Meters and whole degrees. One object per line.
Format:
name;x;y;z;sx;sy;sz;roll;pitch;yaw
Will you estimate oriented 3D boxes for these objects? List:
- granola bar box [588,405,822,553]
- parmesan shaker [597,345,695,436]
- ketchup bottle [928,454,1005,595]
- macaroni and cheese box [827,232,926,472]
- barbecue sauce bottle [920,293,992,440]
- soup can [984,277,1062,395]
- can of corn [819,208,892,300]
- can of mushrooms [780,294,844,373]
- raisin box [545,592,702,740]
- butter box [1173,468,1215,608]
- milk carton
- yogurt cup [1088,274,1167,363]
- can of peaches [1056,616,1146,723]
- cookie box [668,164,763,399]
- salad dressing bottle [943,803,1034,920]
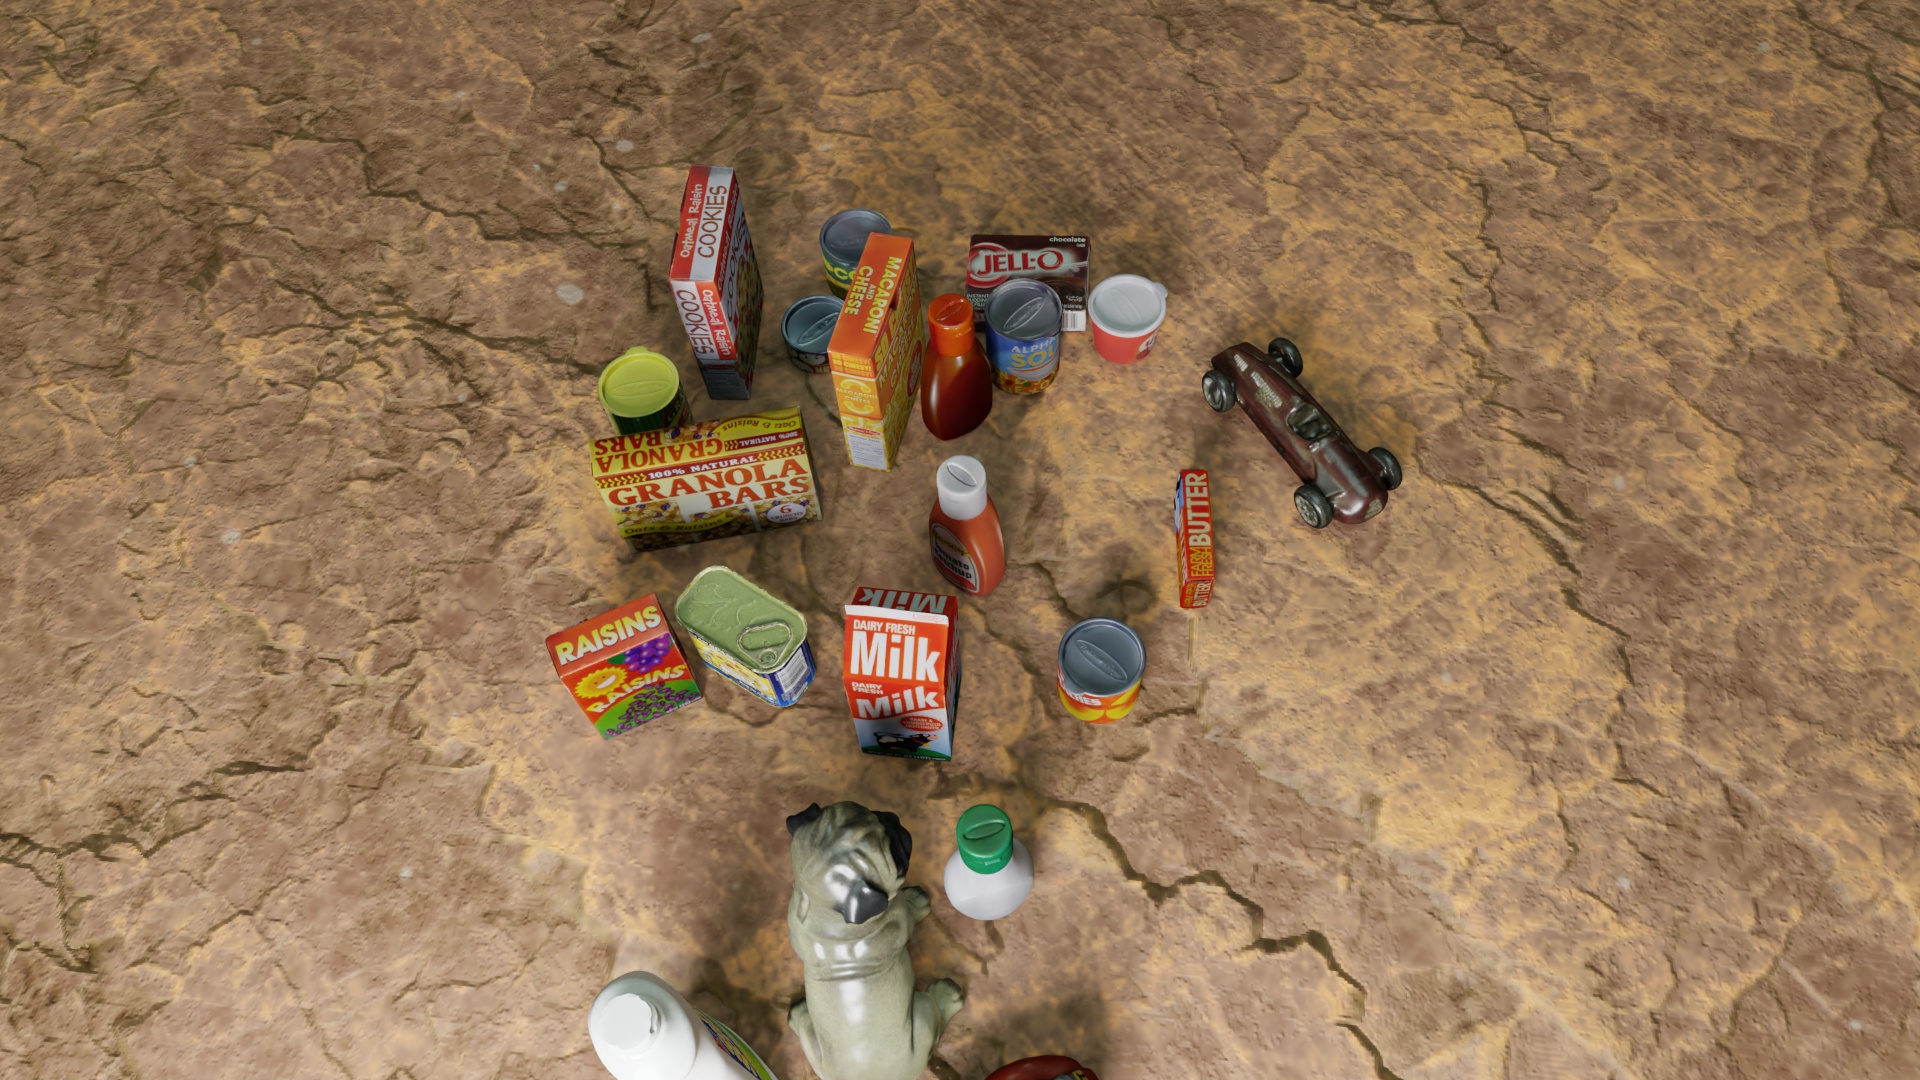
granola bar box;-0.201;-0.047;1.122;0.166;0.123;0.039;-10;61;-3
parmesan shaker;-0.259;-0.105;1.169;0.071;0.102;0.071;-1;61;2
ketchup bottle;0.004;-0.014;1.081;0.065;0.148;0.044;37;69;20
macaroni and cheese box;-0.065;-0.153;1.152;0.040;0.165;0.124;12;62;9
barbecue sauce bottle;-0.005;-0.145;1.155;0.065;0.148;0.044;-36;66;-16
soup can;0.056;-0.174;1.206;0.071;0.083;0.071;-1;61;2
can of corn;-0.093;-0.258;1.274;0.071;0.058;0.071;-1;61;2
can of mushrooms;-0.125;-0.184;1.248;0.071;0.033;0.071;-1;61;2
raisin box;-0.250;0.096;1.044;0.086;0.122;0.040;-23;63;-10
butter box;0.188;-0.001;1.121;0.024;0.053;0.104;0;61;3
milk carton;-0.040;0.091;1.000;0.072;0.189;0.074;5;61;5
yogurt cup;0.146;-0.193;1.230;0.072;0.053;0.073;-1;61;2
can of peaches;0.105;0.102;1.064;0.071;0.057;0.071;-1;61;2
cookie box;-0.207;-0.219;1.194;0.040;0.166;0.123;1;61;3
salad dressing bottle;0.019;0.220;0.950;0.064;0.147;0.044;-15;62;-6
